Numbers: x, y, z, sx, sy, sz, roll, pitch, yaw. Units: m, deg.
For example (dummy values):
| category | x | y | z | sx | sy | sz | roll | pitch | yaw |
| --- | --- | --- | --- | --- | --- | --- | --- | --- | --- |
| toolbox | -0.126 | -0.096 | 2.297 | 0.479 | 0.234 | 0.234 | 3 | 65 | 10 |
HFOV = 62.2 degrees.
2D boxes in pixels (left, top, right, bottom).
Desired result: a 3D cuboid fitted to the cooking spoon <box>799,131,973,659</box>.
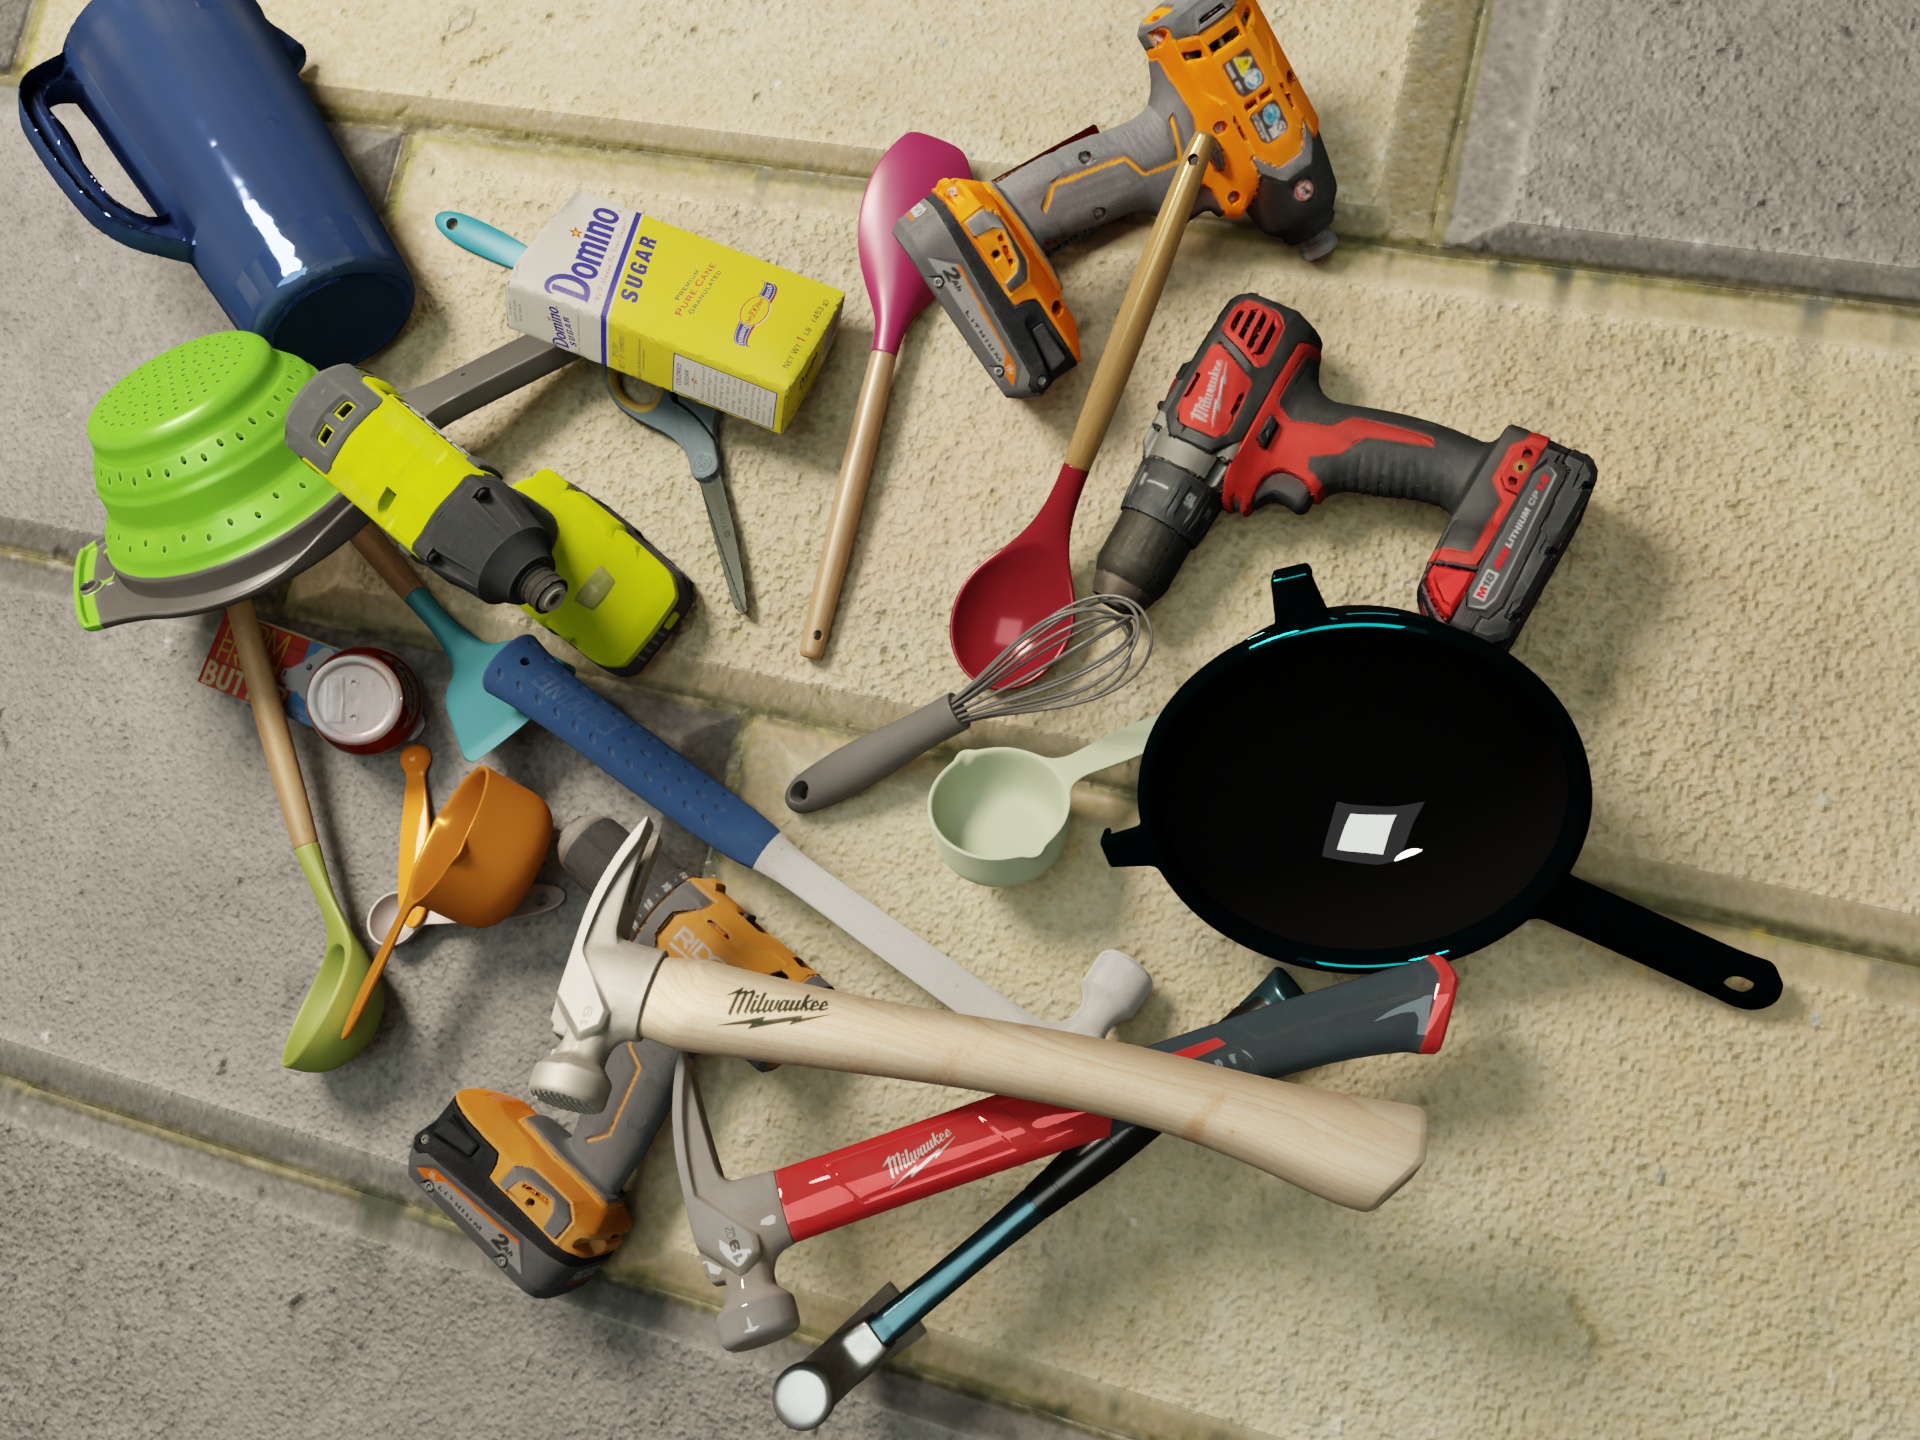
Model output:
| category | x | y | z | sx | sy | sz | roll | pitch | yaw |
| --- | --- | --- | --- | --- | --- | --- | --- | --- | --- |
| cooking spoon | -0.051 | -0.191 | 0.938 | 0.068 | 0.017 | 0.319 | 14 | 88 | -18 |

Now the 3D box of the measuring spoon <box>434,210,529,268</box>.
| category | x | y | z | sx | sy | sz | roll | pitch | yaw |
| --- | --- | --- | --- | --- | --- | --- | --- | --- | --- |
| measuring spoon | -0.290 | -0.302 | 1.017 | 0.129 | 0.021 | 0.042 | 28 | 88 | 14 |

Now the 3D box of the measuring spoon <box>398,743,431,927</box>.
| category | x | y | z | sx | sy | sz | roll | pitch | yaw |
| --- | --- | --- | --- | --- | --- | --- | --- | --- | --- |
| measuring spoon | -0.334 | 0.068 | 0.967 | 0.021 | 0.011 | 0.117 | -9 | 70 | 8 |

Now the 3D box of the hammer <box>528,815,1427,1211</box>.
| category | x | y | z | sx | sy | sz | roll | pitch | yaw |
| --- | --- | --- | --- | --- | --- | --- | --- | --- | --- |
| hammer | 0.010 | 0.149 | 0.754 | 0.410 | 0.038 | 0.146 | 10 | 63 | 9 |

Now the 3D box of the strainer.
| category | x | y | z | sx | sy | sz | roll | pitch | yaw |
| --- | --- | --- | --- | --- | --- | --- | --- | --- | --- |
| strainer | 0.256 | 0.045 | 0.801 | 0.340 | 0.095 | 0.211 | 24 | 125 | -6 |

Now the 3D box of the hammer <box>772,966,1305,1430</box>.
| category | x | y | z | sx | sy | sz | roll | pitch | yaw |
| --- | --- | --- | --- | --- | --- | --- | --- | --- | --- |
| hammer | 0.049 | 0.240 | 0.817 | 0.331 | 0.128 | 0.033 | -38 | 76 | -4 |

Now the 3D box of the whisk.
| category | x | y | z | sx | sy | sz | roll | pitch | yaw |
| --- | --- | --- | --- | --- | --- | --- | --- | --- | --- |
| whisk | -0.001 | -0.002 | 0.879 | 0.239 | 0.055 | 0.055 | -28 | 76 | 21 |

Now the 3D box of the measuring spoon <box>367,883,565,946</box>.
| category | x | y | z | sx | sy | sz | roll | pitch | yaw |
| --- | --- | --- | --- | --- | --- | --- | --- | --- | --- |
| measuring spoon | -0.297 | 0.116 | 0.962 | 0.124 | 0.018 | 0.034 | -8 | 66 | 5 |

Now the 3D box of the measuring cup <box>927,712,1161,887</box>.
| category | x | y | z | sx | sy | sz | roll | pitch | yaw |
| --- | --- | --- | --- | --- | --- | --- | --- | --- | --- |
| measuring cup | 0.061 | 0.037 | 0.869 | 0.167 | 0.038 | 0.083 | -23 | 51 | -17 |

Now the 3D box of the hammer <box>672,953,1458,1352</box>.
| category | x | y | z | sx | sy | sz | roll | pitch | yaw |
| --- | --- | --- | --- | --- | --- | --- | --- | --- | --- |
| hammer | 0.053 | 0.174 | 0.778 | 0.386 | 0.038 | 0.143 | -18 | 64 | -4 |

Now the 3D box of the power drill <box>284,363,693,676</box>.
| category | x | y | z | sx | sy | sz | roll | pitch | yaw |
| --- | --- | --- | --- | --- | --- | --- | --- | --- | --- |
| power drill | -0.241 | -0.097 | 0.870 | 0.171 | 0.223 | 0.080 | 39 | 92 | 16 |

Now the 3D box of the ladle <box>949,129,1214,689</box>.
| category | x | y | z | sx | sy | sz | roll | pitch | yaw |
| --- | --- | --- | --- | --- | --- | --- | --- | --- | --- |
| ladle | 0.071 | -0.163 | 0.865 | 0.069 | 0.031 | 0.315 | 24 | 107 | 8 |

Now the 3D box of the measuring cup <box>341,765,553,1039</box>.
| category | x | y | z | sx | sy | sz | roll | pitch | yaw |
| --- | --- | --- | --- | --- | --- | --- | --- | --- | --- |
| measuring cup | -0.294 | 0.113 | 0.917 | 0.052 | 0.095 | 0.173 | 29 | 86 | -26 |

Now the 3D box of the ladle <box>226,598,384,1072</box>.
| category | x | y | z | sx | sy | sz | roll | pitch | yaw |
| --- | --- | --- | --- | --- | --- | --- | --- | --- | --- |
| ladle | -0.414 | 0.053 | 0.959 | 0.078 | 0.062 | 0.320 | -28 | 78 | 48 |

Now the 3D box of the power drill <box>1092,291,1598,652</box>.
| category | x | y | z | sx | sy | sz | roll | pitch | yaw |
| --- | --- | --- | --- | --- | --- | --- | --- | --- | --- |
| power drill | 0.196 | -0.107 | 0.849 | 0.227 | 0.080 | 0.188 | 29 | 89 | 18 |

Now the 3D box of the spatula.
| category | x | y | z | sx | sy | sz | roll | pitch | yaw |
| --- | --- | --- | --- | --- | --- | --- | --- | --- | --- |
| spatula | -0.357 | -0.101 | 0.992 | 0.082 | 0.044 | 0.318 | -42 | 73 | -9 |

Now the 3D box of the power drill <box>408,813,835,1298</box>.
| category | x | y | z | sx | sy | sz | roll | pitch | yaw |
| --- | --- | --- | --- | --- | --- | --- | --- | --- | --- |
| power drill | -0.207 | 0.180 | 0.896 | 0.185 | 0.084 | 0.226 | 39 | 87 | 15 |

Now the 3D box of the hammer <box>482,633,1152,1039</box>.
| category | x | y | z | sx | sy | sz | roll | pitch | yaw |
| --- | --- | --- | --- | --- | --- | --- | --- | --- | --- |
| hammer | -0.101 | 0.081 | 0.869 | 0.405 | 0.035 | 0.144 | 34 | 65 | 13 |

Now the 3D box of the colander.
| category | x | y | z | sx | sy | sz | roll | pitch | yaw |
| --- | --- | --- | --- | --- | --- | --- | --- | --- | --- |
| colander | -0.360 | -0.199 | 0.936 | 0.397 | 0.094 | 0.205 | -30 | 42 | -9 |

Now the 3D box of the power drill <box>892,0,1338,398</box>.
| category | x | y | z | sx | sy | sz | roll | pitch | yaw |
| --- | --- | --- | --- | --- | --- | --- | --- | --- | --- |
| power drill | 0.095 | -0.277 | 0.878 | 0.226 | 0.084 | 0.164 | -35 | 114 | 7 |
